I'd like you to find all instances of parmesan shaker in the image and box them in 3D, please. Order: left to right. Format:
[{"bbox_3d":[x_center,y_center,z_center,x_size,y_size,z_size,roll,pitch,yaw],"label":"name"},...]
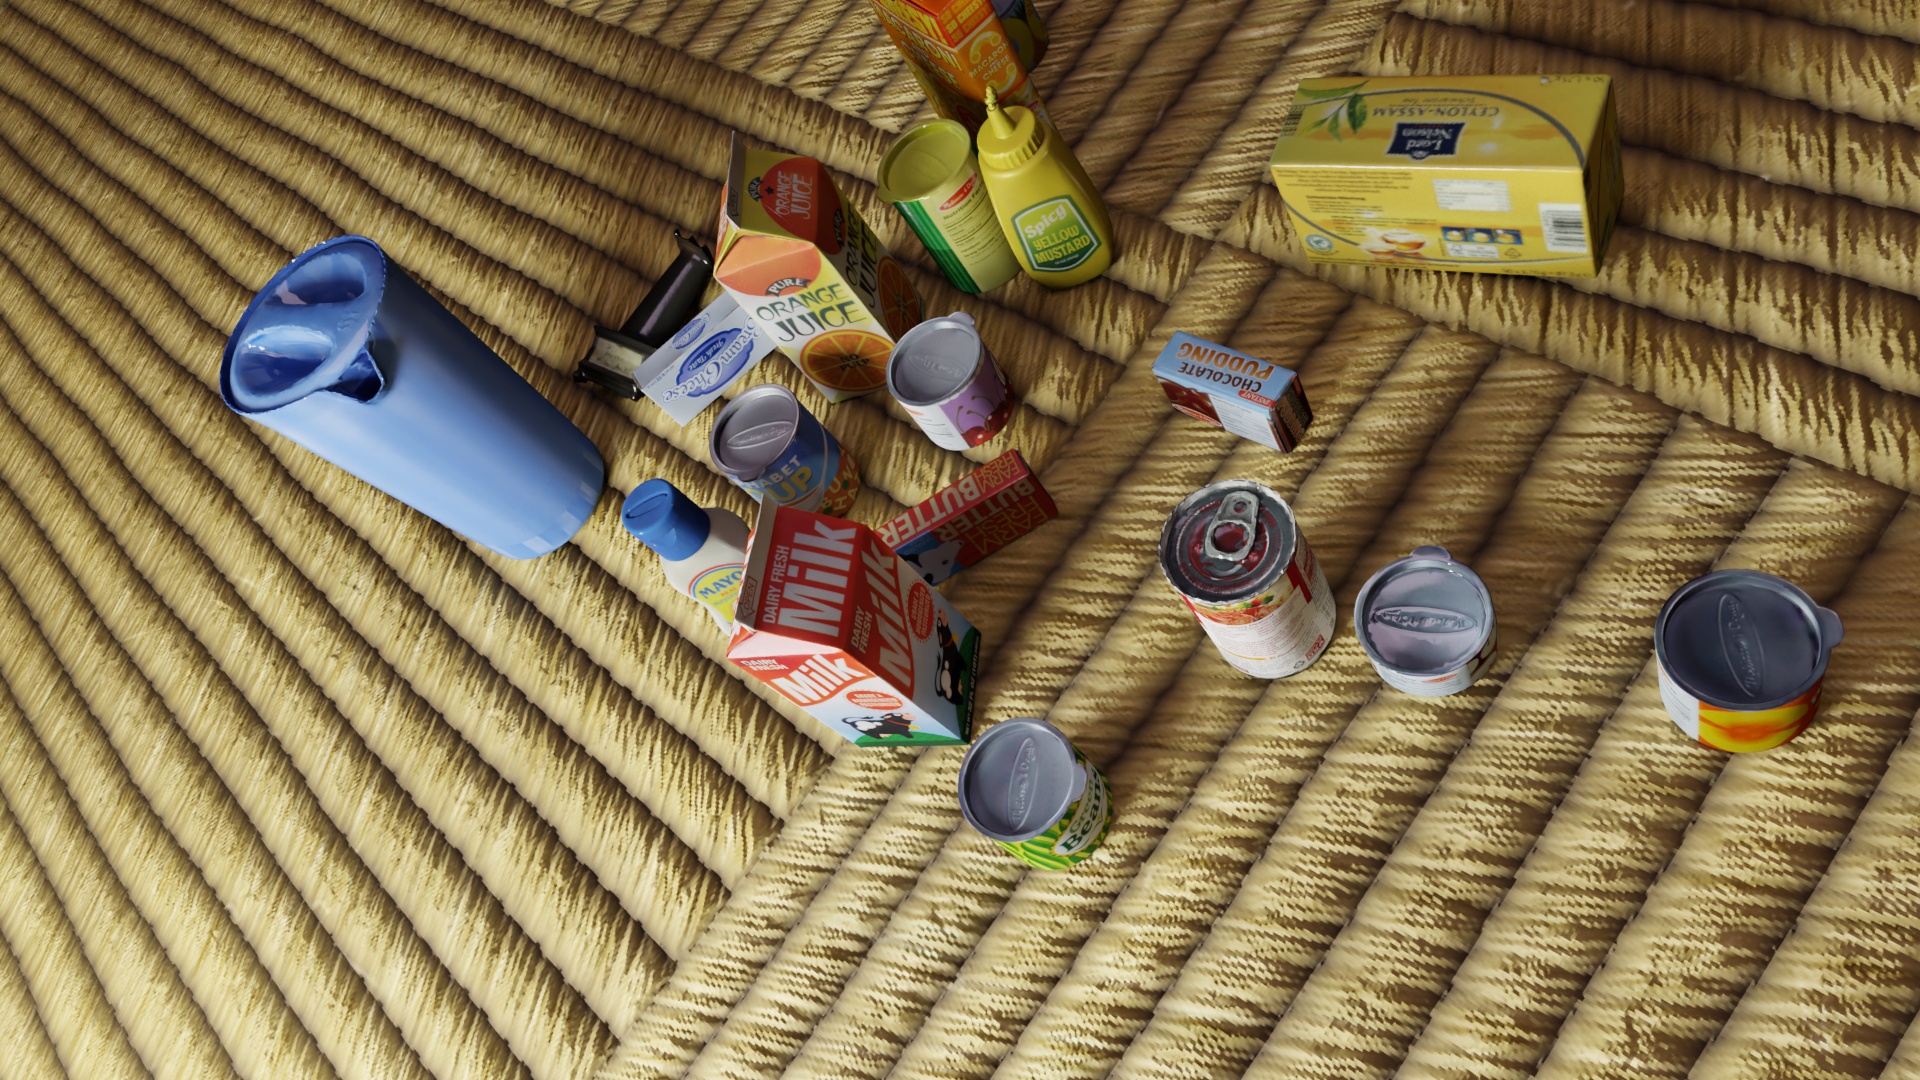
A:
[{"bbox_3d":[-0.005,-0.218,0.924,0.071,0.103,0.071,-13,58,21],"label":"parmesan shaker"}]

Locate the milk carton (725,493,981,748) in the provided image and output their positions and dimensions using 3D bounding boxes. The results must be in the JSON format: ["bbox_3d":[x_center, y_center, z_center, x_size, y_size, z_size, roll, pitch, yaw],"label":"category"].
[{"bbox_3d":[-0.062,0.048,0.746,0.073,0.190,0.072,-6,61,25],"label":"milk carton"}]

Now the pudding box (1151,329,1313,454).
[{"bbox_3d":[0.156,-0.086,0.799,0.084,0.049,0.030,27,78,36],"label":"pudding box"}]

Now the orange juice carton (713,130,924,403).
[{"bbox_3d":[-0.096,-0.174,0.890,0.073,0.192,0.072,-13,58,21],"label":"orange juice carton"}]

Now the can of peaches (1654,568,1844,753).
[{"bbox_3d":[0.347,0.054,0.614,0.071,0.058,0.071,-13,58,21],"label":"can of peaches"}]

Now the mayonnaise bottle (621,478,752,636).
[{"bbox_3d":[-0.146,0.013,0.836,0.064,0.147,0.041,-28,54,12],"label":"mayonnaise bottle"}]

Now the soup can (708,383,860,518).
[{"bbox_3d":[-0.112,-0.049,0.895,0.071,0.083,0.071,-13,58,21],"label":"soup can"}]

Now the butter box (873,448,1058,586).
[{"bbox_3d":[0.003,-0.010,0.832,0.103,0.053,0.024,-31,53,9],"label":"butter box"}]

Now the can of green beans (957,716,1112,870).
[{"bbox_3d":[0.040,0.133,0.727,0.071,0.057,0.071,-13,58,21],"label":"can of green beans"}]

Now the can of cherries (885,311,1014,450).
[{"bbox_3d":[-0.004,-0.101,0.885,0.071,0.058,0.072,-13,58,21],"label":"can of cherries"}]

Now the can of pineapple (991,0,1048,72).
[{"bbox_3d":[0.027,-0.383,1.031,0.071,0.057,0.071,-13,58,21],"label":"can of pineapple"}]

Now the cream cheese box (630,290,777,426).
[{"bbox_3d":[-0.179,-0.134,0.998,0.104,0.053,0.024,-41,52,1],"label":"cream cheese box"}]

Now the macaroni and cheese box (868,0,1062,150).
[{"bbox_3d":[-0.001,-0.328,0.946,0.040,0.166,0.124,-43,52,0],"label":"macaroni and cheese box"}]

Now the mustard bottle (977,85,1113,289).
[{"bbox_3d":[0.046,-0.221,0.864,0.065,0.160,0.049,-20,56,16],"label":"mustard bottle"}]

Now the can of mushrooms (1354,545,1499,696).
[{"bbox_3d":[0.234,0.041,0.695,0.071,0.033,0.071,-13,58,21],"label":"can of mushrooms"}]
